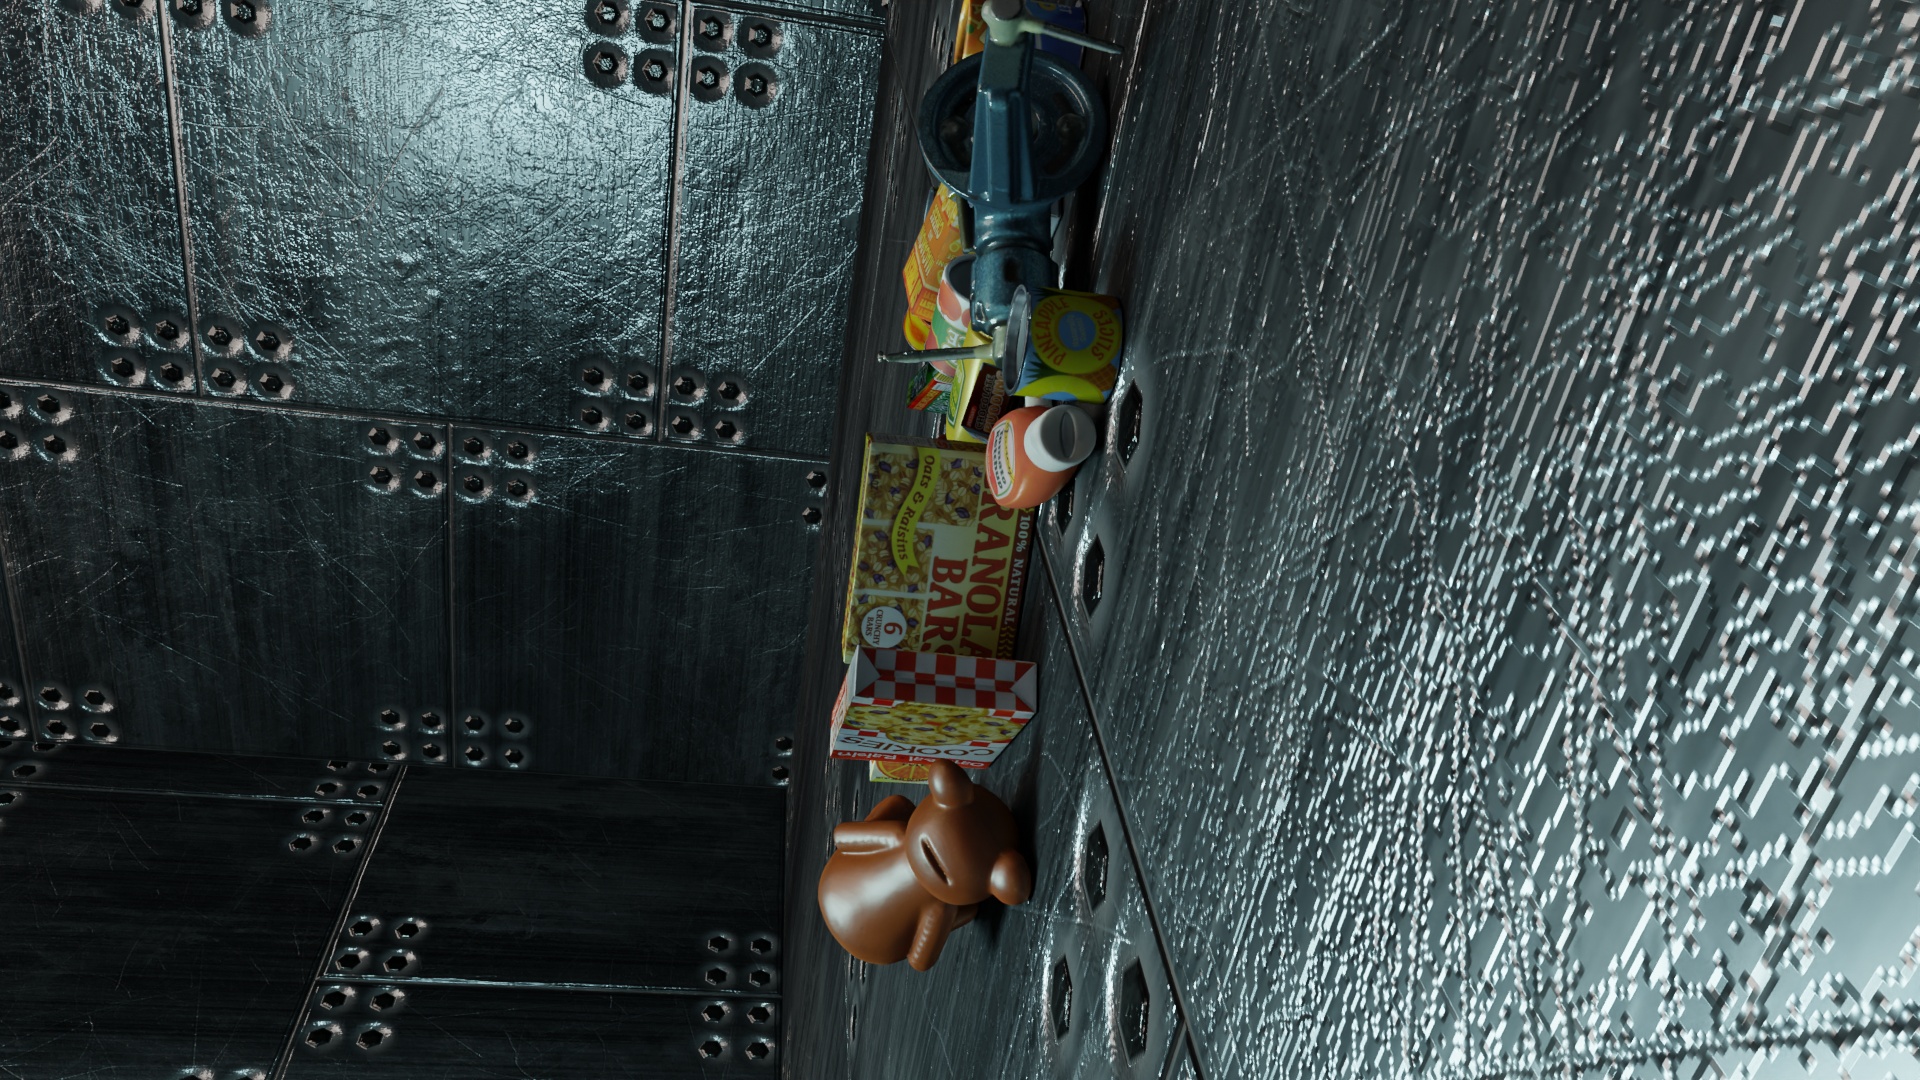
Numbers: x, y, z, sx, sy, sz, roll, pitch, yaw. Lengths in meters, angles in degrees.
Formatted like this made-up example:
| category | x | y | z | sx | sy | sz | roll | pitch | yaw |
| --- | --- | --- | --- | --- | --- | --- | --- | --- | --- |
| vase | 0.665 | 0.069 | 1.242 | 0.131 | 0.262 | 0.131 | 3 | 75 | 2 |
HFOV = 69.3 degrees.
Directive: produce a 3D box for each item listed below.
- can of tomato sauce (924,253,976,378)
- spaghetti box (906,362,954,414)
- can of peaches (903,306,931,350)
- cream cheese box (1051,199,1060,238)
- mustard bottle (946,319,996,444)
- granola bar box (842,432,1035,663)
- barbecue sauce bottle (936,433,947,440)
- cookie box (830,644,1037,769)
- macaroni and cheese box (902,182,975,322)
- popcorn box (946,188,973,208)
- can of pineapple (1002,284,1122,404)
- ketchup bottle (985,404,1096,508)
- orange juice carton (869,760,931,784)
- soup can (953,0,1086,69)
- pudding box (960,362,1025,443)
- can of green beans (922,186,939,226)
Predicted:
| category | x | y | z | sx | sy | sz | roll | pitch | yaw |
| --- | --- | --- | --- | --- | --- | --- | --- | --- | --- |
| can of tomato sauce | 0.011 | -0.181 | 1.136 | 0.082 | 0.071 | 0.071 | 107 | 165 | -49 |
| spaghetti box | -0.012 | -0.149 | 1.301 | 0.250 | 0.050 | 0.028 | 169 | 108 | -80 |
| can of peaches | -0.020 | -0.217 | 1.328 | 0.058 | 0.071 | 0.071 | 124 | 150 | -69 |
| cream cheese box | 0.052 | -0.236 | 1.044 | 0.103 | 0.024 | 0.053 | 116 | 159 | -64 |
| mustard bottle | 0.023 | -0.138 | 1.086 | 0.065 | 0.049 | 0.159 | -96 | 14 | -46 |
| granola bar box | -0.015 | 0.010 | 0.998 | 0.039 | 0.124 | 0.165 | -112 | 29 | -71 |
| barbecue sauce bottle | -0.020 | -0.038 | 1.312 | 0.147 | 0.044 | 0.065 | 106 | 165 | -47 |
| cookie box | -0.024 | 0.122 | 0.993 | 0.166 | 0.123 | 0.040 | 116 | 159 | -65 |
| macaroni and cheese box | 0.003 | -0.282 | 1.204 | 0.124 | 0.040 | 0.165 | -102 | 34 | -61 |
| popcorn box | 0.031 | -0.325 | 1.072 | 0.085 | 0.038 | 0.127 | -25 | 54 | 42 |
| can of pineapple | 0.060 | -0.116 | 0.821 | 0.071 | 0.058 | 0.071 | -173 | 88 | -80 |
| ketchup bottle | 0.051 | -0.058 | 0.889 | 0.148 | 0.043 | 0.064 | 158 | 109 | -79 |
| orange juice carton | -0.032 | 0.128 | 1.195 | 0.191 | 0.072 | 0.073 | 105 | 166 | -47 |
| soup can | 0.042 | -0.356 | 0.992 | 0.071 | 0.084 | 0.071 | -172 | 88 | -81 |
| pudding box | 0.026 | -0.097 | 1.016 | 0.083 | 0.030 | 0.049 | 21 | -91 | -82 |
| can of green beans | -0.003 | -0.296 | 1.308 | 0.071 | 0.058 | 0.071 | -172 | 88 | -81 |
